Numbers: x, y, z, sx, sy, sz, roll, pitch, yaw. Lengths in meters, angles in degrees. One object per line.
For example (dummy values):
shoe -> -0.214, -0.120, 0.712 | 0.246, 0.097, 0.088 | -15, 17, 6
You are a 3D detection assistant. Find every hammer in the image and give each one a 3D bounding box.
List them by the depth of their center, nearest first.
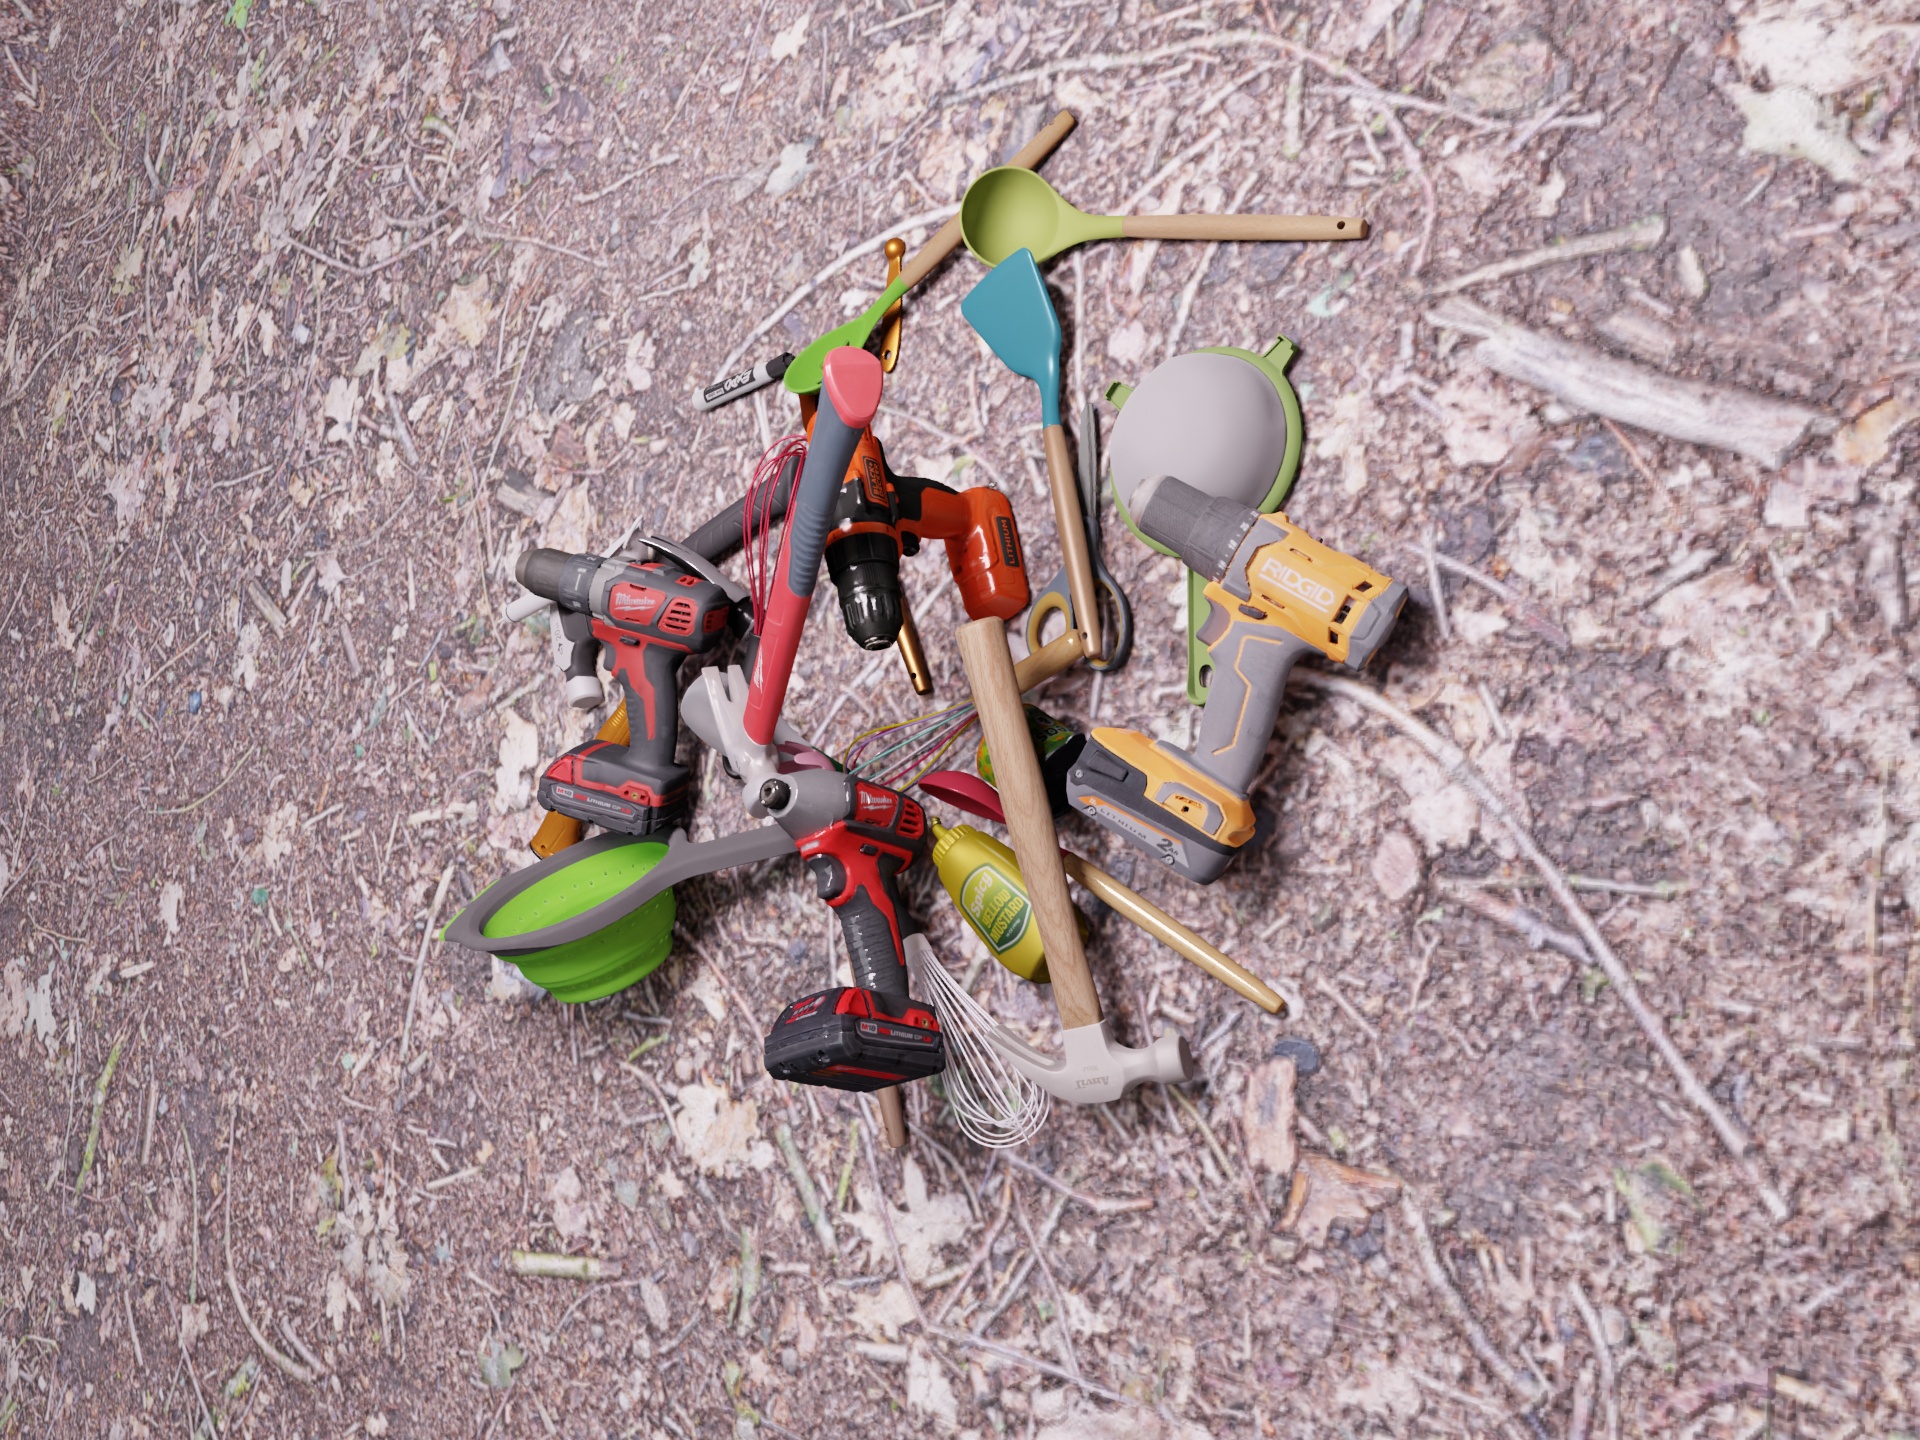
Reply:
hammer -> 0.051, 0.093, 1.072 | 0.130, 0.031, 0.331 | -17, 85, 22
hammer -> -0.119, -0.102, 1.090 | 0.386, 0.038, 0.143 | 112, 143, -46
hammer -> -0.304, -0.005, 1.422 | 0.127, 0.034, 0.336 | 39, 113, 6
hammer -> -0.256, -0.145, 1.428 | 0.335, 0.035, 0.146 | -29, 66, 32

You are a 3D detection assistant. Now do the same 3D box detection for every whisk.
whisk -> -0.019, 0.193, 1.170 | 0.070, 0.070, 0.285 | -51, 51, 21
whisk -> -0.003, -0.005, 1.188 | 0.245, 0.051, 0.047 | -32, 62, 32
whisk -> -0.159, -0.089, 1.314 | 0.073, 0.073, 0.295 | 25, 109, 38

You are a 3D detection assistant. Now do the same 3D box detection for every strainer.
strainer -> 0.151, -0.139, 1.078 | 0.151, 0.069, 0.256 | -7, 77, 38
strainer -> -0.351, -0.126, 1.452 | 0.258, 0.050, 0.087 | -18, 29, 42

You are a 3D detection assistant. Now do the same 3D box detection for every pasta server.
pasta server -> -0.087, 0.168, 1.206 | 0.060, 0.040, 0.316 | -21, 80, 63

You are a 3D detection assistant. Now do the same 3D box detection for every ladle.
ladle -> 0.092, 0.111, 1.100 | 0.316, 0.069, 0.031 | 33, 86, 32
ladle -> 0.135, -0.357, 1.138 | 0.320, 0.062, 0.078 | 14, 96, 37

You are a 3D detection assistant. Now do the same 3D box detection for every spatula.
spatula -> 0.062, -0.191, 1.159 | 0.082, 0.044, 0.318 | -31, 59, 43
spatula -> -0.073, -0.166, 1.294 | 0.081, 0.041, 0.323 | -30, 69, 31

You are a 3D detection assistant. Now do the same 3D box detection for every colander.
colander -> -0.237, 0.155, 1.325 | 0.397, 0.204, 0.094 | -15, 108, 20

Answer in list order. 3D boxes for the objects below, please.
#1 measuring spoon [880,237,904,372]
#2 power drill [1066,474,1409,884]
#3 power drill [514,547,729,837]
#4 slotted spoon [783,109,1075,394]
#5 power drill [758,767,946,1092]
measuring spoon -> -0.059, -0.345, 1.318 | 0.021, 0.011, 0.117 | -3, 81, 38
power drill -> 0.152, -0.033, 1.025 | 0.185, 0.084, 0.226 | 32, 102, 14
power drill -> -0.302, -0.032, 1.355 | 0.188, 0.080, 0.226 | 16, 106, 13
slotted spoon -> -0.026, -0.369, 1.276 | 0.313, 0.031, 0.070 | -41, 40, 21
power drill -> -0.081, 0.140, 1.117 | 0.078, 0.143, 0.220 | -24, 59, 34
